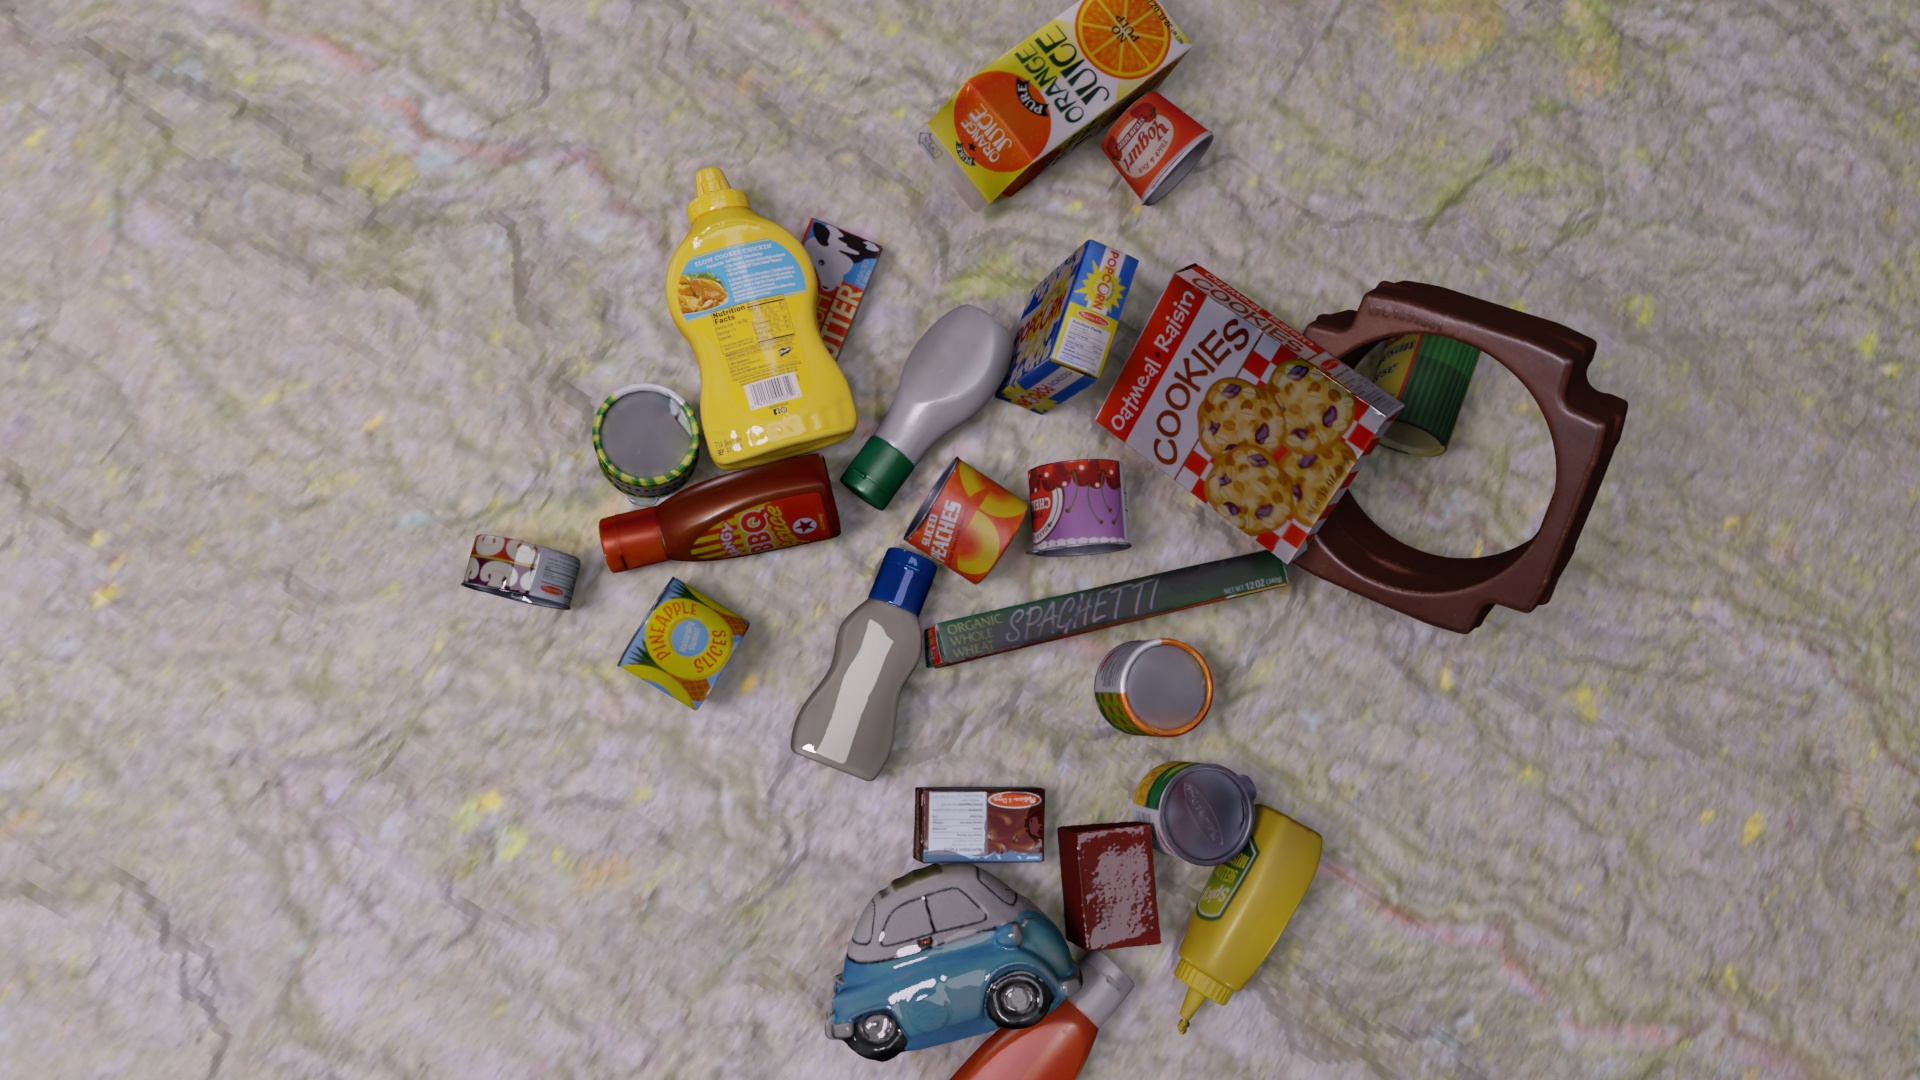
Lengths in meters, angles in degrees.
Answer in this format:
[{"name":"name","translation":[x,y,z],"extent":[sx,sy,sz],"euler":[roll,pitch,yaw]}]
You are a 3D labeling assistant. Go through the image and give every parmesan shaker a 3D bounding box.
[{"name":"parmesan shaker","translation":[0.334,-0.121,0.999],"extent":[0.071,0.071,0.103],"euler":[24,79,-8]}]

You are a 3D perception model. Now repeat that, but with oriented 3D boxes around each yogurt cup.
[{"name":"yogurt cup","translation":[0.137,-0.280,0.984],"extent":[0.072,0.072,0.054],"euler":[-43,85,-13]}]

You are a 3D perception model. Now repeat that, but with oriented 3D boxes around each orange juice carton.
[{"name":"orange juice carton","translation":[0.061,-0.307,0.966],"extent":[0.193,0.073,0.072],"euler":[-39,92,-13]}]

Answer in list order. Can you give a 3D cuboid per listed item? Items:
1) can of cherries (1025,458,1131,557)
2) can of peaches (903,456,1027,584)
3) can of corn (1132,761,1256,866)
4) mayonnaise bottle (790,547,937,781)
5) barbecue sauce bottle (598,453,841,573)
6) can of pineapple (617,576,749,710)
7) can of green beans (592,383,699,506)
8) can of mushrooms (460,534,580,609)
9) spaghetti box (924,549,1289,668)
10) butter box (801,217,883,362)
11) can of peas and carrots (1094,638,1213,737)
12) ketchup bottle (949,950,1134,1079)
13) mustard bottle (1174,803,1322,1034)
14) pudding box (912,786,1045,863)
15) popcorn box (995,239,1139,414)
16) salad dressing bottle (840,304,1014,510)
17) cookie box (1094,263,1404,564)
[{"name":"can of cherries","translation":[0.077,-0.021,0.936],"extent":[0.071,0.071,0.058],"euler":[-3,84,-12]},{"name":"can of peaches","translation":[0.003,-0.012,0.918],"extent":[0.058,0.071,0.071],"euler":[33,78,-7]},{"name":"can of corn","translation":[0.157,0.180,0.931],"extent":[0.071,0.058,0.071],"euler":[1,83,-11]},{"name":"mayonnaise bottle","translation":[-0.057,0.079,0.910],"extent":[0.065,0.041,0.148],"euler":[23,78,-9]},{"name":"barbecue sauce bottle","translation":[-0.154,-0.013,0.893],"extent":[0.149,0.064,0.044],"euler":[-13,53,-5]},{"name":"can of pineapple","translation":[-0.173,0.065,0.872],"extent":[0.058,0.071,0.071],"euler":[31,78,-7]},{"name":"can of green beans","translation":[-0.201,-0.063,0.889],"extent":[0.071,0.057,0.071],"euler":[1,83,-11]},{"name":"can of mushrooms","translation":[-0.273,0.020,0.860],"extent":[0.071,0.071,0.033],"euler":[13,81,-10]},{"name":"spaghetti box","translation":[0.098,0.045,0.940],"extent":[0.250,0.050,0.028],"euler":[-12,84,-13]},{"name":"butter box","translation":[-0.095,-0.161,0.940],"extent":[0.053,0.024,0.103],"euler":[22,79,-7]},{"name":"can of peas and carrots","translation":[0.132,0.101,0.936],"extent":[0.071,0.058,0.071],"euler":[1,83,-11]},{"name":"ketchup bottle","translation":[0.051,0.332,0.897],"extent":[0.064,0.043,0.149],"euler":[46,77,-4]},{"name":"mustard bottle","translation":[0.183,0.255,0.925],"extent":[0.049,0.065,0.160],"euler":[32,82,-11]},{"name":"pudding box","translation":[0.012,0.187,0.915],"extent":[0.084,0.030,0.050],"euler":[2,81,-11]},{"name":"popcorn box","translation":[0.068,-0.138,0.919],"extent":[0.038,0.126,0.085],"euler":[20,80,-11]},{"name":"salad dressing bottle","translation":[-0.024,-0.089,0.933],"extent":[0.064,0.044,0.148],"euler":[33,81,28]},{"name":"cookie box","translation":[0.185,-0.085,0.916],"extent":[0.168,0.122,0.040],"euler":[39,35,19]}]
